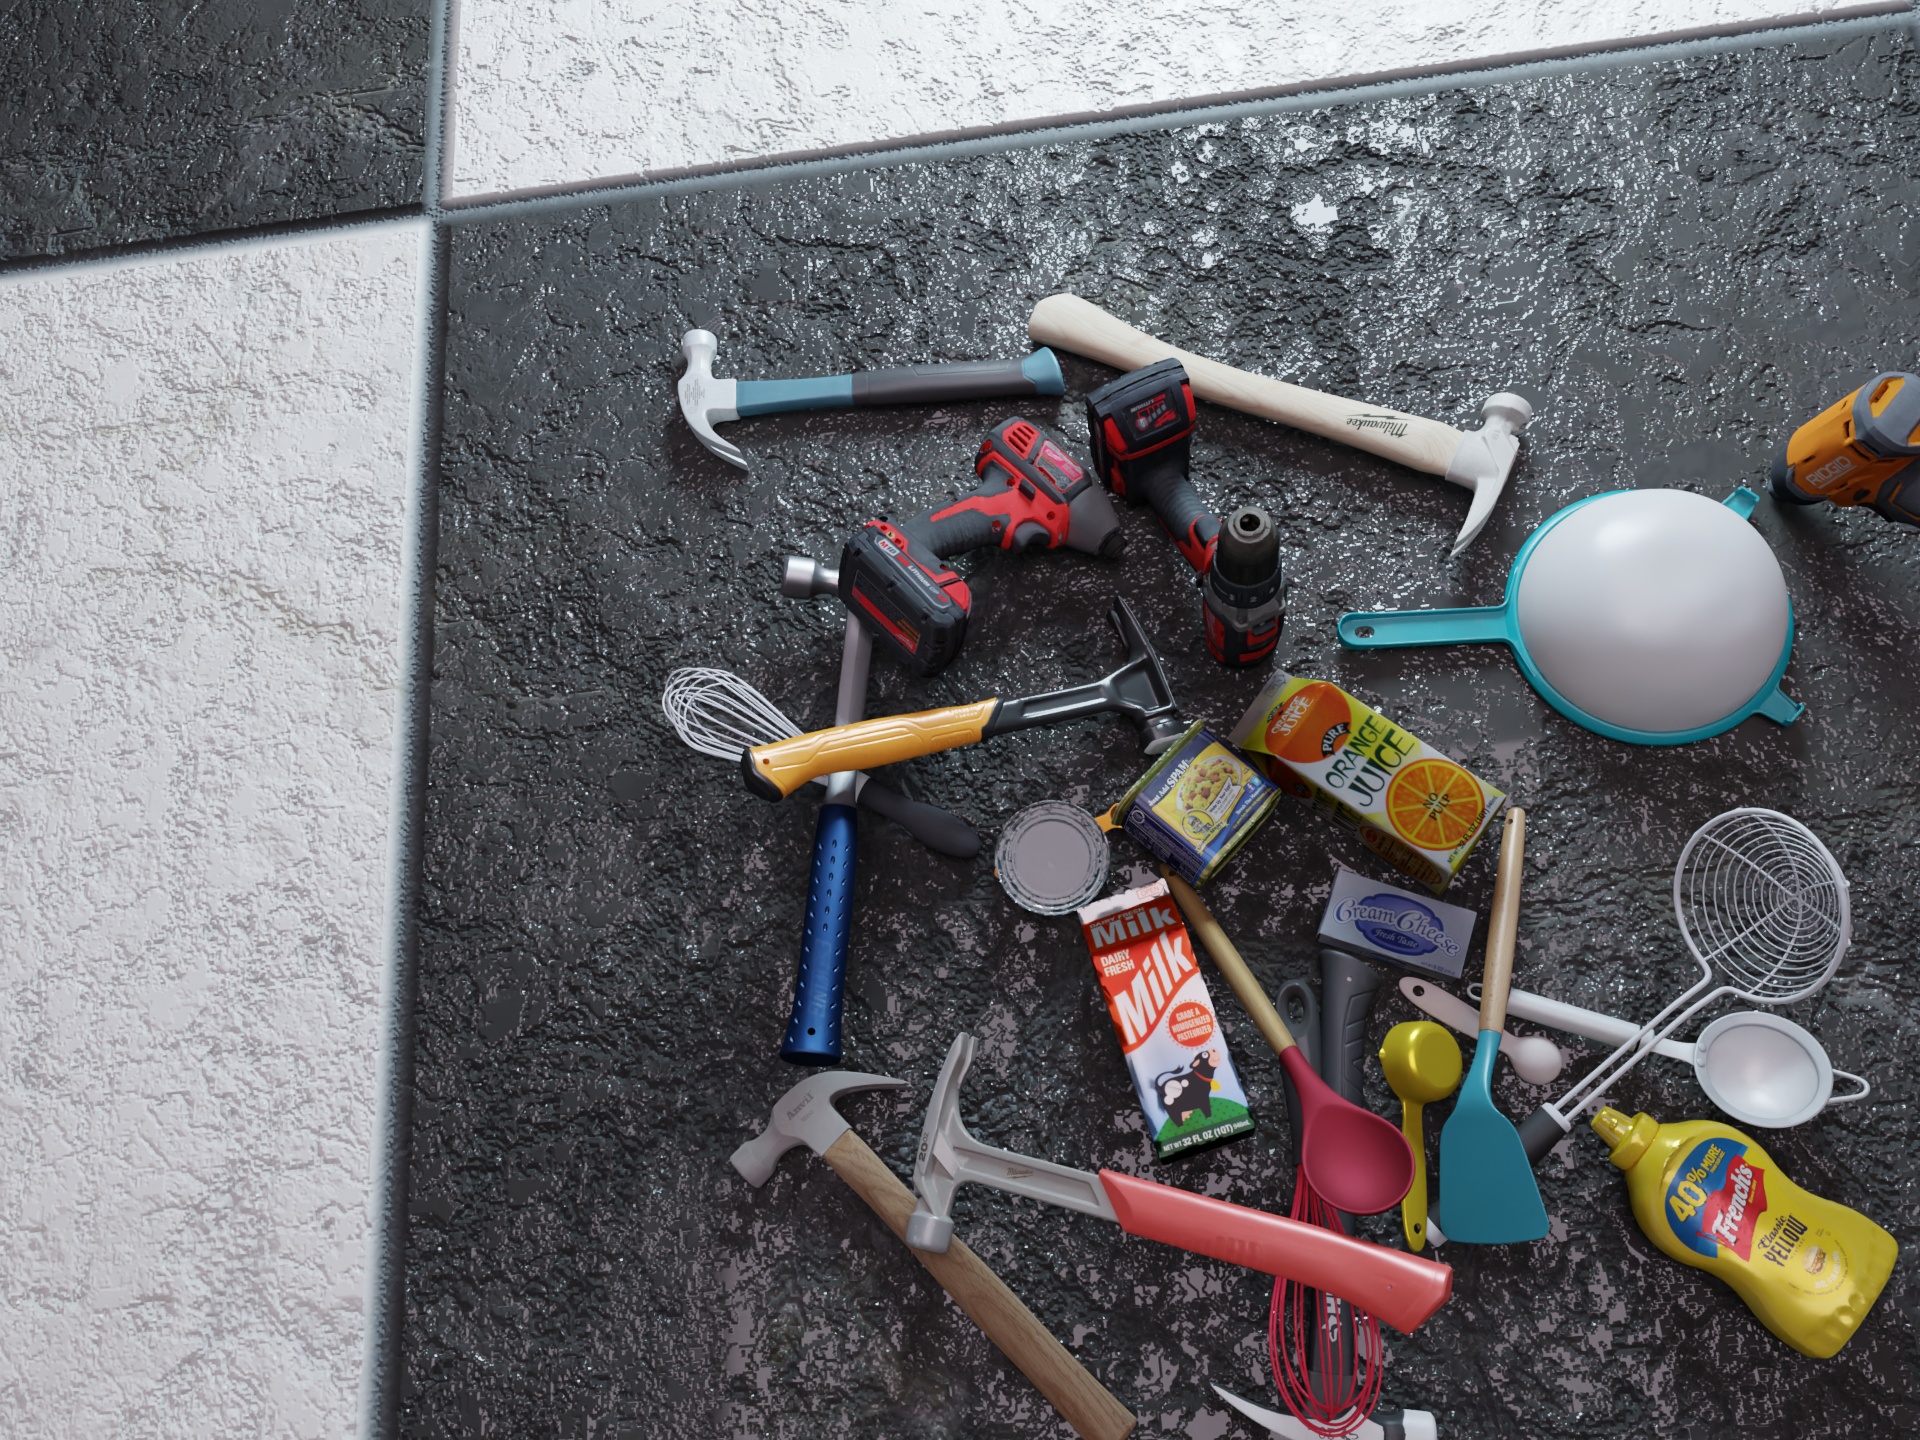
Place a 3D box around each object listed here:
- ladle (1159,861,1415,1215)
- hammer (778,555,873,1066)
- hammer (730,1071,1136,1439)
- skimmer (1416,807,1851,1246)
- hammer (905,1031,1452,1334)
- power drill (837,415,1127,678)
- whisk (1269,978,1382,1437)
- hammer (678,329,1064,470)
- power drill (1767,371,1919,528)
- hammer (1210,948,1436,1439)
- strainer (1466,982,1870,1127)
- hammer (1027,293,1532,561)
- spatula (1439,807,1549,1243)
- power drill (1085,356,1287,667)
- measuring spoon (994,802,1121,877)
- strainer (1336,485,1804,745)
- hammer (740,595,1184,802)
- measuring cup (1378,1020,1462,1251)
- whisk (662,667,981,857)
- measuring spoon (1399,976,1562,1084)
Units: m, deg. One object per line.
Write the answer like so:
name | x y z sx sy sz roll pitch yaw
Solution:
ladle | 0.211 0.209 1.096 0.069 0.031 0.316 -26 47 -4
hammer | -0.083 0.056 1.186 0.144 0.035 0.406 8 61 -6
hammer | -0.007 0.379 1.122 0.331 0.031 0.130 42 81 17
skimmer | 0.432 0.213 1.057 0.363 0.090 0.127 -44 41 6
hammer | 0.137 0.314 1.042 0.359 0.036 0.149 8 75 26
power drill | 0.022 -0.138 1.247 0.143 0.078 0.220 44 62 14
whisk | 0.235 0.317 1.063 0.073 0.073 0.296 -3 64 6
hammer | -0.078 -0.285 1.356 0.331 0.033 0.128 -3 70 6
power drill | 0.705 -0.144 1.158 0.226 0.164 0.084 41 80 5
hammer | 0.256 0.326 1.105 0.146 0.035 0.335 4 72 8
strainer | 0.484 0.225 1.108 0.258 0.050 0.087 15 56 18
hammer | 0.243 -0.258 1.301 0.411 0.038 0.146 22 70 15
spatula | 0.377 0.200 1.107 0.044 0.082 0.318 34 56 -23
power drill | 0.178 -0.165 1.205 0.080 0.187 0.227 -25 66 -2
measuring spoon | 0.079 0.094 1.221 0.117 0.011 0.021 -25 80 2
strainer | 0.459 -0.090 1.189 0.340 0.095 0.211 -3 71 5
hammer | -0.002 -0.004 1.193 0.337 0.034 0.127 -13 69 -19
measuring cup | 0.320 0.283 1.093 0.062 0.029 0.157 18 63 -24
whisk | -0.110 0.035 1.241 0.284 0.070 0.070 27 76 10
measuring spoon | 0.371 0.218 1.136 0.124 0.018 0.034 30 77 16
